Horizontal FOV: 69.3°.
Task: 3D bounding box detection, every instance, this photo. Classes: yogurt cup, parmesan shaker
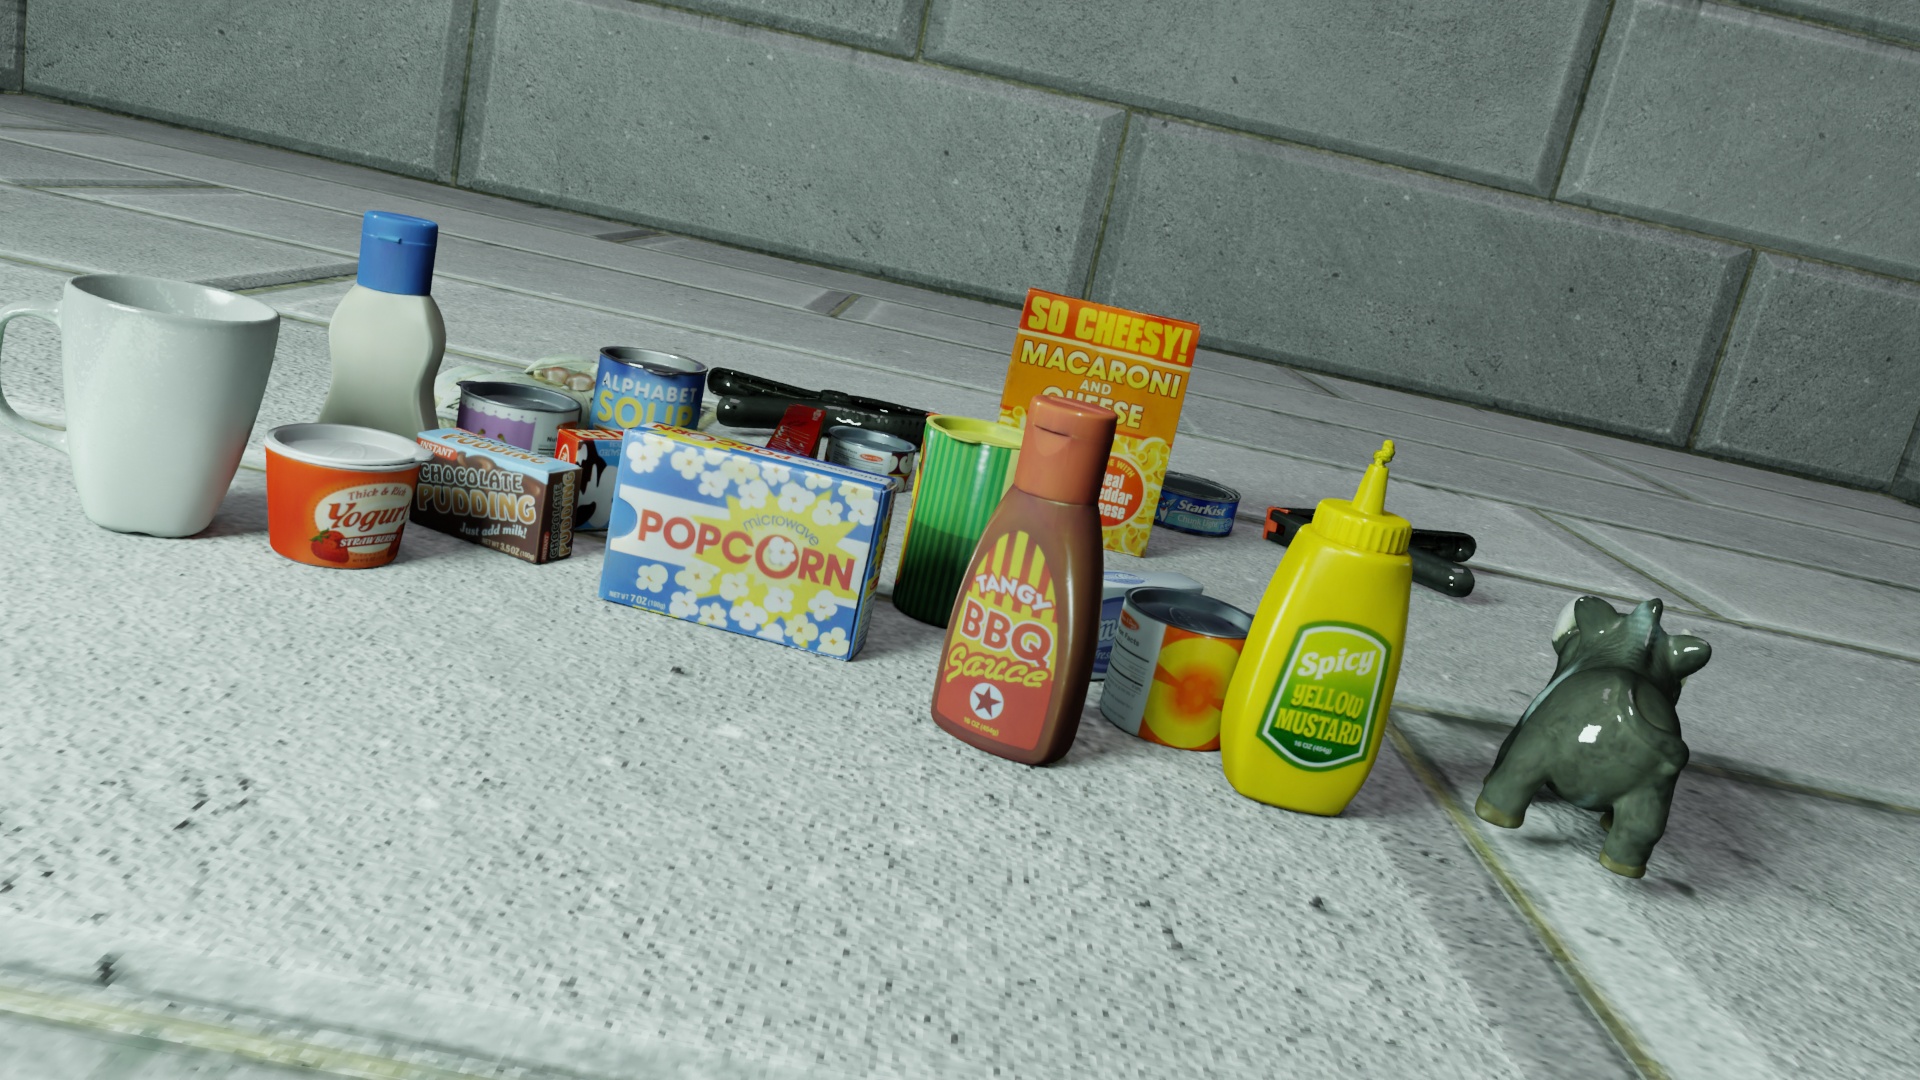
[{"bbox_3d":[-0.286,-0.020,0.641,0.072,0.053,0.072,12,14,-3],"label":"yogurt cup"},{"bbox_3d":[0.003,-0.009,0.744,0.071,0.102,0.071,12,14,-3],"label":"parmesan shaker"}]

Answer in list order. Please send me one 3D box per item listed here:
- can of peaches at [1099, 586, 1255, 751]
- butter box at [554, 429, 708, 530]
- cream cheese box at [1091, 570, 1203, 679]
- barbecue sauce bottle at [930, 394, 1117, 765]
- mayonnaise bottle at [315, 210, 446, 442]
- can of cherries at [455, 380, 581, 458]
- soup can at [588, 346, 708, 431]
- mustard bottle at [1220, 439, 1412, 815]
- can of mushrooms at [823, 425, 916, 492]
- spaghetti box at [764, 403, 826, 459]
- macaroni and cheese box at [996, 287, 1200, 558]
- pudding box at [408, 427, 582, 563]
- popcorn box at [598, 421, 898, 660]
[{"bbox_3d":[0.105,0.060,0.654,0.071,0.058,0.071,12,14,-3],"label":"can of peaches"},{"bbox_3d":[-0.182,-0.035,0.788,0.024,0.053,0.104,23,18,38],"label":"butter box"},{"bbox_3d":[0.073,0.043,0.703,0.104,0.053,0.024,3,17,-34],"label":"cream cheese box"},{"bbox_3d":[0.032,0.015,0.580,0.065,0.148,0.044,20,15,28],"label":"barbecue sauce bottle"},{"bbox_3d":[-0.302,-0.096,0.732,0.065,0.147,0.041,10,14,-8],"label":"mayonnaise bottle"},{"bbox_3d":[-0.258,-0.056,0.797,0.071,0.058,0.071,12,14,-3],"label":"can of cherries"},{"bbox_3d":[-0.196,-0.072,0.858,0.071,0.083,0.071,12,14,-3],"label":"soup can"},{"bbox_3d":[0.156,0.035,0.585,0.065,0.159,0.049,11,13,-4],"label":"mustard bottle"},{"bbox_3d":[-0.067,-0.060,1.027,0.071,0.033,0.071,12,14,-3],"label":"can of mushrooms"},{"bbox_3d":[-0.111,-0.042,0.883,0.029,0.050,0.251,11,14,-5],"label":"spaghetti box"},{"bbox_3d":[0.089,-0.084,0.979,0.124,0.166,0.040,13,13,3],"label":"macaroni and cheese box"},{"bbox_3d":[-0.237,-0.024,0.707,0.084,0.049,0.030,17,14,19],"label":"pudding box"},{"bbox_3d":[-0.100,-0.001,0.660,0.127,0.085,0.038,13,14,5],"label":"popcorn box"}]
